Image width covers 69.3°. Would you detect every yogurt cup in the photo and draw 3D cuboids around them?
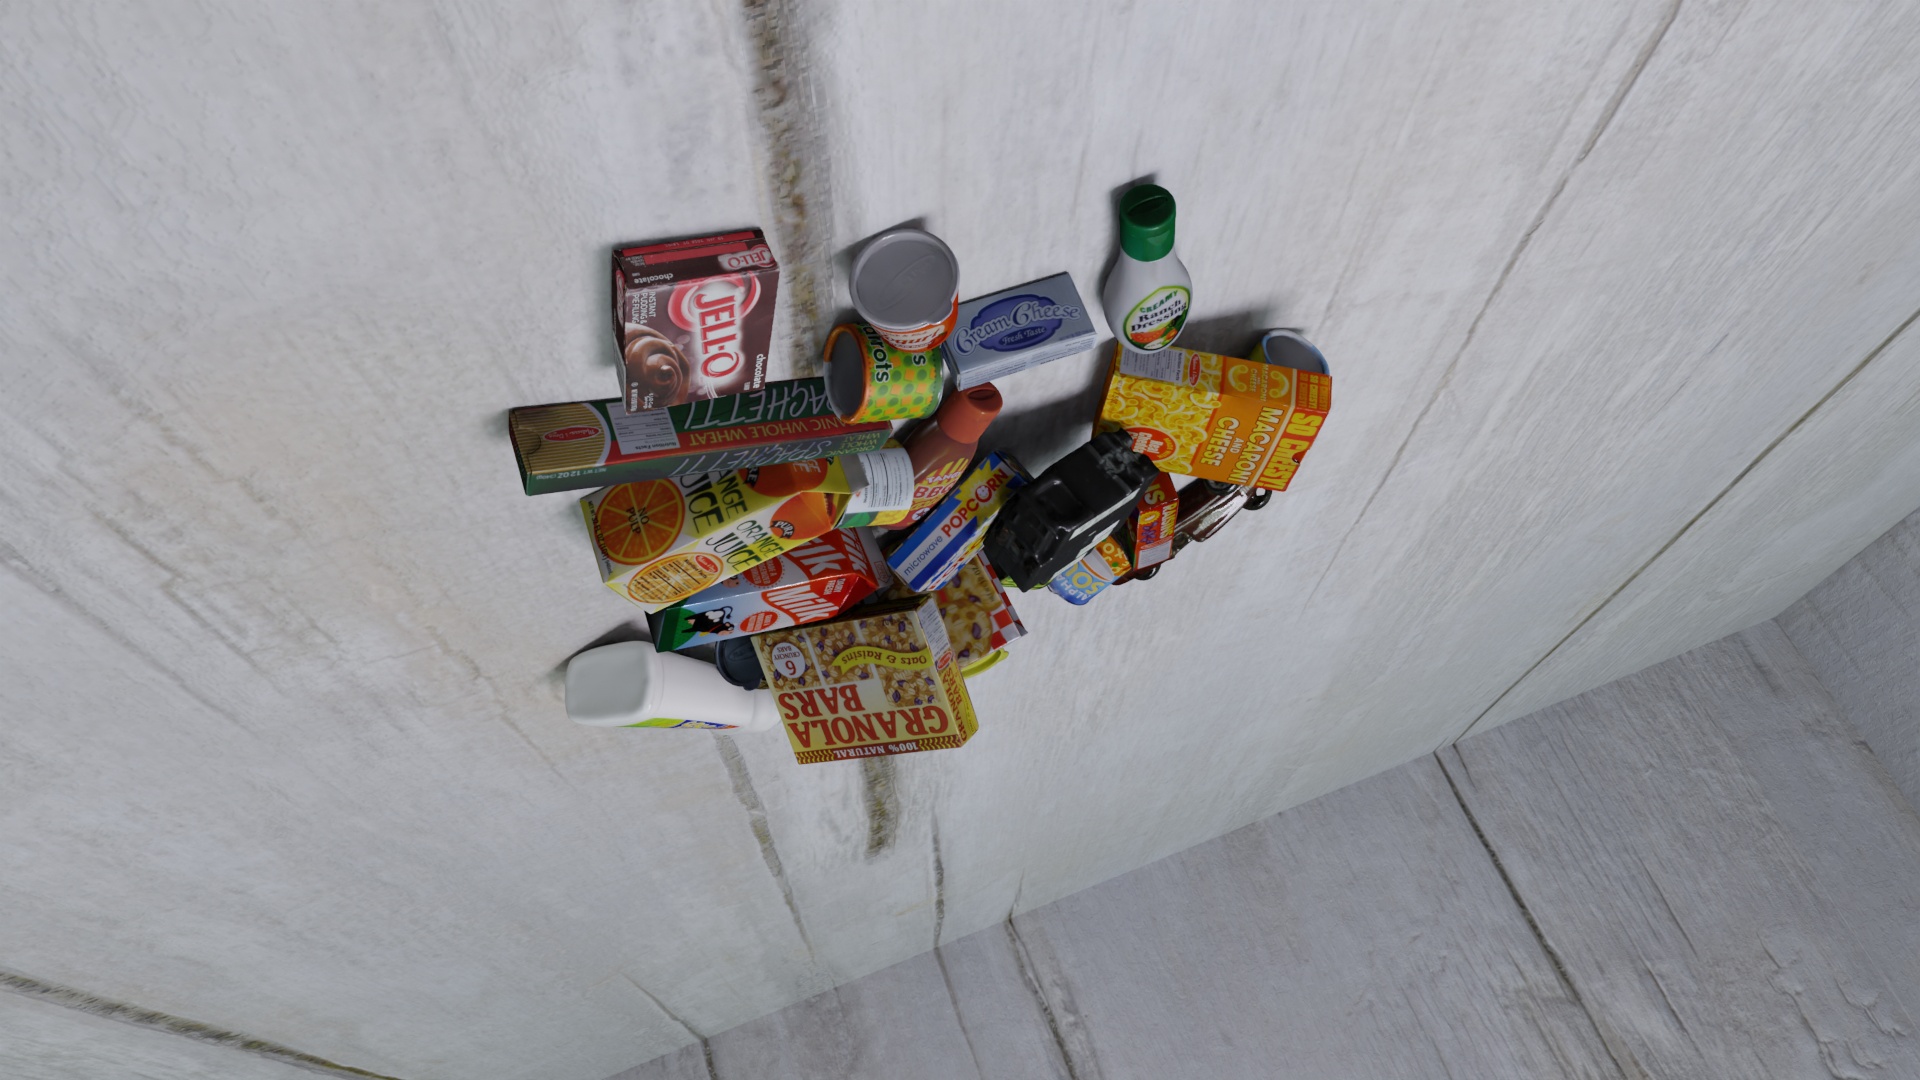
[{"bbox_3d":[-0.031,-0.151,0.861,0.072,0.072,0.054,-23,163,0],"label":"yogurt cup"}]

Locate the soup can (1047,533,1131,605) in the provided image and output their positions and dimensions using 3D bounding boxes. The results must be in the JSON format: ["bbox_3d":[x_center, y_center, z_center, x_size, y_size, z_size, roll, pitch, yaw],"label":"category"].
[{"bbox_3d":[0.125,0.013,1.313,0.071,0.071,0.083,6,142,-46],"label":"soup can"}]

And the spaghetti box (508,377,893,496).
[{"bbox_3d":[-0.166,-0.072,0.917,0.251,0.050,0.028,-10,153,-28],"label":"spaghetti box"}]

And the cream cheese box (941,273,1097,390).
[{"bbox_3d":[0.036,-0.142,0.947,0.104,0.053,0.024,-18,156,-10],"label":"cream cheese box"}]

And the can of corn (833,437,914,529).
[{"bbox_3d":[-0.077,-0.043,1.035,0.058,0.071,0.070,-5,149,-34],"label":"can of corn"}]

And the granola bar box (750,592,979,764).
[{"bbox_3d":[-0.079,0.117,1.151,0.165,0.124,0.039,-11,-165,29],"label":"granola bar box"}]

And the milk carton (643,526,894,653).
[{"bbox_3d":[-0.151,0.024,1.092,0.191,0.072,0.073,-12,152,-24],"label":"milk carton"}]

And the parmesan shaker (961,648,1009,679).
[{"bbox_3d":[-0.006,0.068,1.268,0.071,0.103,0.071,-18,155,-9],"label":"parmesan shaker"}]

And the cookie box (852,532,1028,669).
[{"bbox_3d":[-0.045,0.066,1.204,0.167,0.123,0.040,-29,175,12],"label":"cookie box"}]

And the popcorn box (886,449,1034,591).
[{"bbox_3d":[0.004,-0.014,1.126,0.126,0.038,0.085,-45,170,8],"label":"popcorn box"}]

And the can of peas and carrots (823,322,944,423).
[{"bbox_3d":[-0.050,-0.113,0.916,0.059,0.071,0.070,-7,151,-29],"label":"can of peas and carrots"}]

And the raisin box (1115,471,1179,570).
[{"bbox_3d":[0.155,-0.038,1.216,0.040,0.086,0.123,-19,155,-4],"label":"raisin box"}]

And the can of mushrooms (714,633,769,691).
[{"bbox_3d":[-0.180,0.099,1.220,0.071,0.071,0.033,-32,155,18],"label":"can of mushrooms"}]

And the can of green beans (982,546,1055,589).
[{"bbox_3d":[0.049,0.010,1.244,0.058,0.071,0.071,7,141,-46],"label":"can of green beans"}]

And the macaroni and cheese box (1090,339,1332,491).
[{"bbox_3d":[0.194,-0.096,1.098,0.166,0.040,0.123,10,152,1],"label":"macaroni and cheese box"}]

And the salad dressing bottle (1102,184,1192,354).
[{"bbox_3d":[0.128,-0.185,0.953,0.064,0.044,0.147,-24,155,-3],"label":"salad dressing bottle"}]

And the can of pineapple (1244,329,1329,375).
[{"bbox_3d":[0.262,-0.130,1.145,0.071,0.071,0.057,-7,149,-31],"label":"can of pineapple"}]

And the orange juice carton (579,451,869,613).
[{"bbox_3d":[-0.161,-0.027,0.985,0.193,0.072,0.073,-25,155,4],"label":"orange juice carton"}]

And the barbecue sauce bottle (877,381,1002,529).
[{"bbox_3d":[-0.018,-0.066,1.061,0.065,0.044,0.147,-14,155,-40],"label":"barbecue sauce bottle"}]
